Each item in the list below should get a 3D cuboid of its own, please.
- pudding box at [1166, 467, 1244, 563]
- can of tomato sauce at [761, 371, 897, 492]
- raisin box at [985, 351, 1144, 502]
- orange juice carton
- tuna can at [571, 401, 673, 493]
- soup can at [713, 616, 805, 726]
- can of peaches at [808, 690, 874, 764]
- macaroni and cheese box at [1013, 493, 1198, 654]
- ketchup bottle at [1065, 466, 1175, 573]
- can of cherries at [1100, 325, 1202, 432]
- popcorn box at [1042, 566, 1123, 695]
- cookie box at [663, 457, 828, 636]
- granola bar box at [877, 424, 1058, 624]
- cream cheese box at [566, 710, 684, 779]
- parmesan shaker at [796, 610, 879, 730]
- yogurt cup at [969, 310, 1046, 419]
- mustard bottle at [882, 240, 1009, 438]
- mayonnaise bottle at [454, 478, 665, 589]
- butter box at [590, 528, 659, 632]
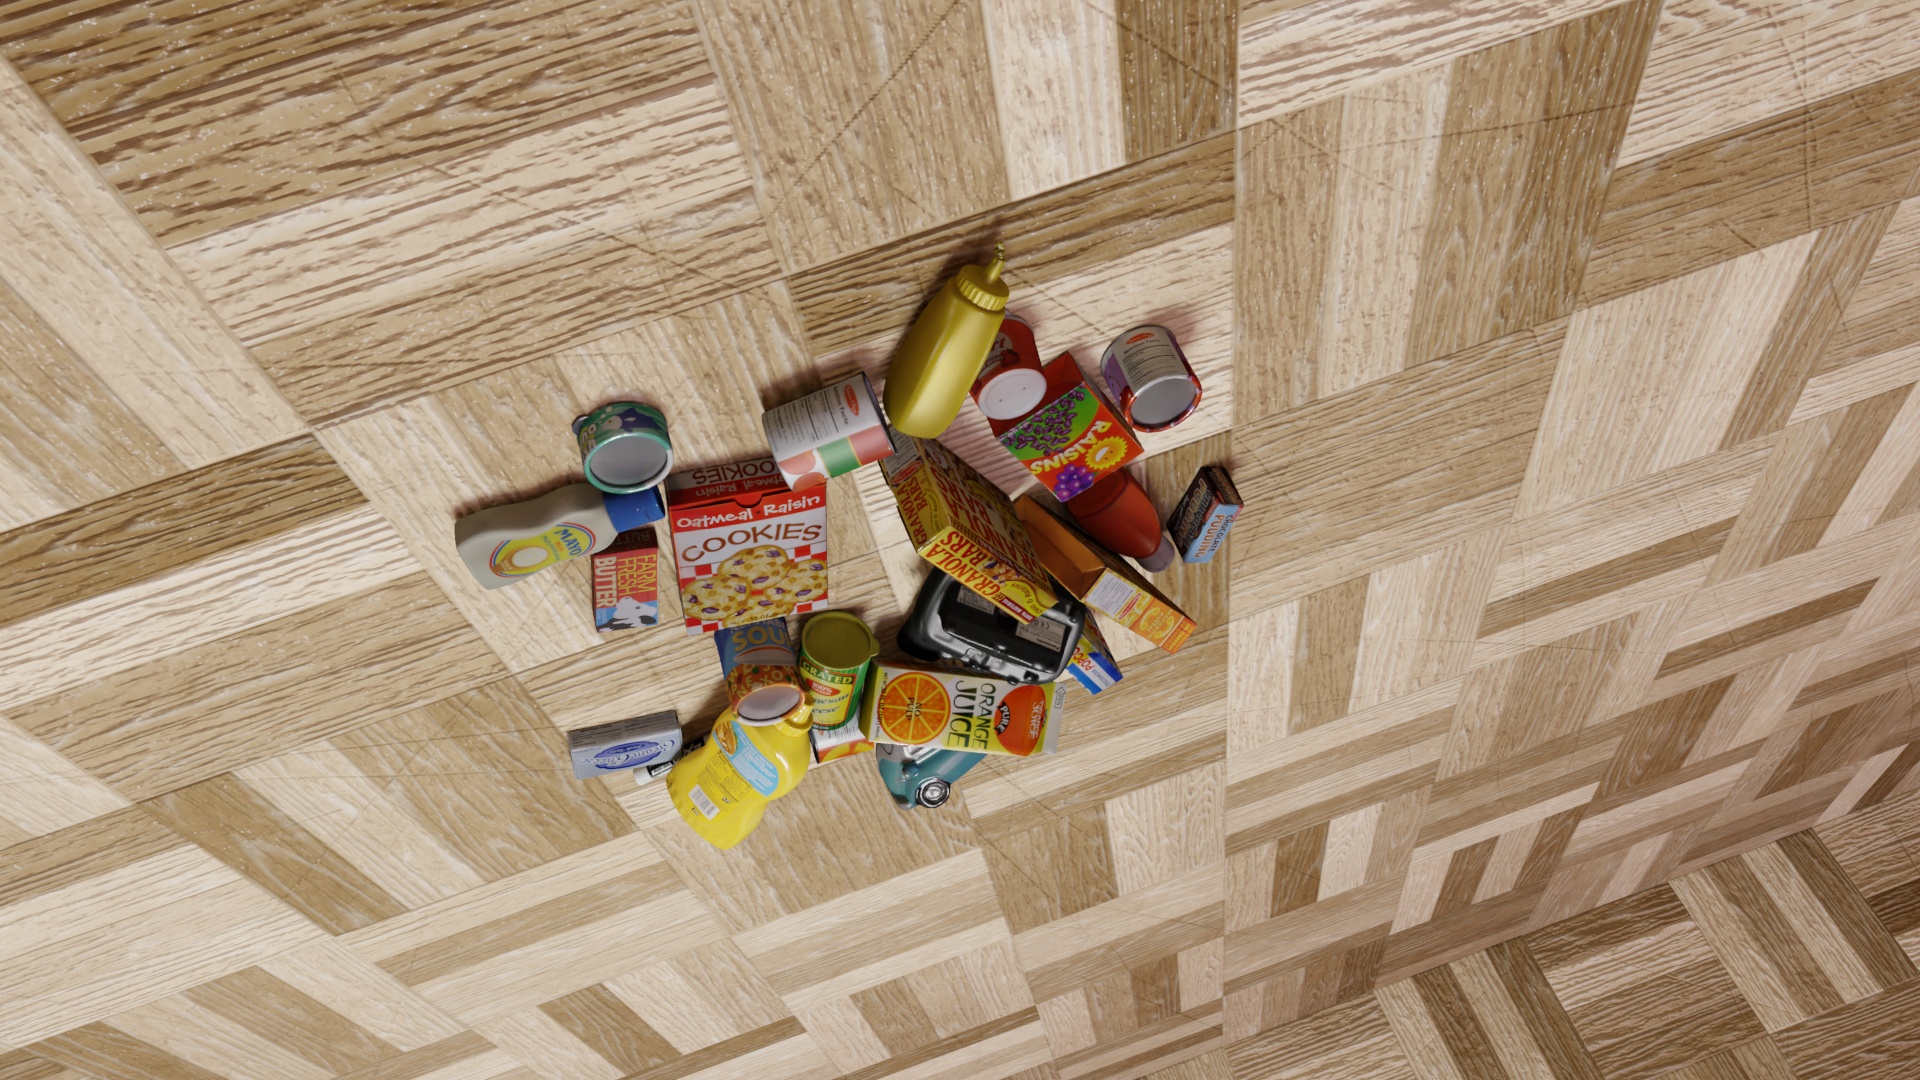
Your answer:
[{"bbox_3d":[0.228,-0.023,1.293,0.030,0.050,0.083,-1,139,-24],"label":"pudding box"},{"bbox_3d":[-0.098,-0.079,1.041,0.083,0.071,0.071,-22,144,2],"label":"can of tomato sauce"},{"bbox_3d":[0.087,-0.091,1.144,0.086,0.040,0.123,-33,143,14],"label":"raisin box"},{"bbox_3d":[0.005,0.159,1.317,0.193,0.071,0.073,8,-179,-13],"label":"orange juice carton"},{"bbox_3d":[-0.246,-0.067,1.010,0.071,0.033,0.070,-14,144,-11],"label":"tuna can"},{"bbox_3d":[-0.177,0.110,1.229,0.071,0.084,0.071,-14,143,-11],"label":"soup can"},{"bbox_3d":[-0.120,0.180,1.364,0.058,0.071,0.071,-14,143,-11],"label":"can of peaches"},{"bbox_3d":[0.125,0.032,1.245,0.040,0.124,0.166,-52,138,7],"label":"macaroni and cheese box"},{"bbox_3d":[0.154,-0.014,1.271,0.064,0.044,0.148,-36,142,11],"label":"ketchup bottle"},{"bbox_3d":[0.154,-0.127,1.114,0.071,0.058,0.071,-14,143,-11],"label":"can of cherries"},{"bbox_3d":[0.105,0.087,1.340,0.038,0.085,0.126,-31,142,11],"label":"popcorn box"},{"bbox_3d":[-0.172,0.005,1.133,0.123,0.040,0.166,-11,143,-14],"label":"cookie box"},{"bbox_3d":[0.004,-0.014,1.127,0.039,0.125,0.165,-36,141,16],"label":"granola bar box"},{"bbox_3d":[-0.316,0.194,1.316,0.104,0.024,0.053,-10,143,-15],"label":"cream cheese box"},{"bbox_3d":[-0.118,0.123,1.287,0.071,0.071,0.102,-6,141,-20],"label":"parmesan shaker"},{"bbox_3d":[0.031,-0.129,1.054,0.072,0.054,0.072,-14,144,-10],"label":"yogurt cup"},{"bbox_3d":[-0.004,-0.148,1.006,0.049,0.065,0.159,11,129,-31],"label":"mustard bottle"},{"bbox_3d":[-0.299,-0.011,1.048,0.148,0.041,0.064,-18,141,-3],"label":"mayonnaise bottle"},{"bbox_3d":[-0.273,0.033,1.132,0.053,0.024,0.103,-8,142,-19],"label":"butter box"}]
